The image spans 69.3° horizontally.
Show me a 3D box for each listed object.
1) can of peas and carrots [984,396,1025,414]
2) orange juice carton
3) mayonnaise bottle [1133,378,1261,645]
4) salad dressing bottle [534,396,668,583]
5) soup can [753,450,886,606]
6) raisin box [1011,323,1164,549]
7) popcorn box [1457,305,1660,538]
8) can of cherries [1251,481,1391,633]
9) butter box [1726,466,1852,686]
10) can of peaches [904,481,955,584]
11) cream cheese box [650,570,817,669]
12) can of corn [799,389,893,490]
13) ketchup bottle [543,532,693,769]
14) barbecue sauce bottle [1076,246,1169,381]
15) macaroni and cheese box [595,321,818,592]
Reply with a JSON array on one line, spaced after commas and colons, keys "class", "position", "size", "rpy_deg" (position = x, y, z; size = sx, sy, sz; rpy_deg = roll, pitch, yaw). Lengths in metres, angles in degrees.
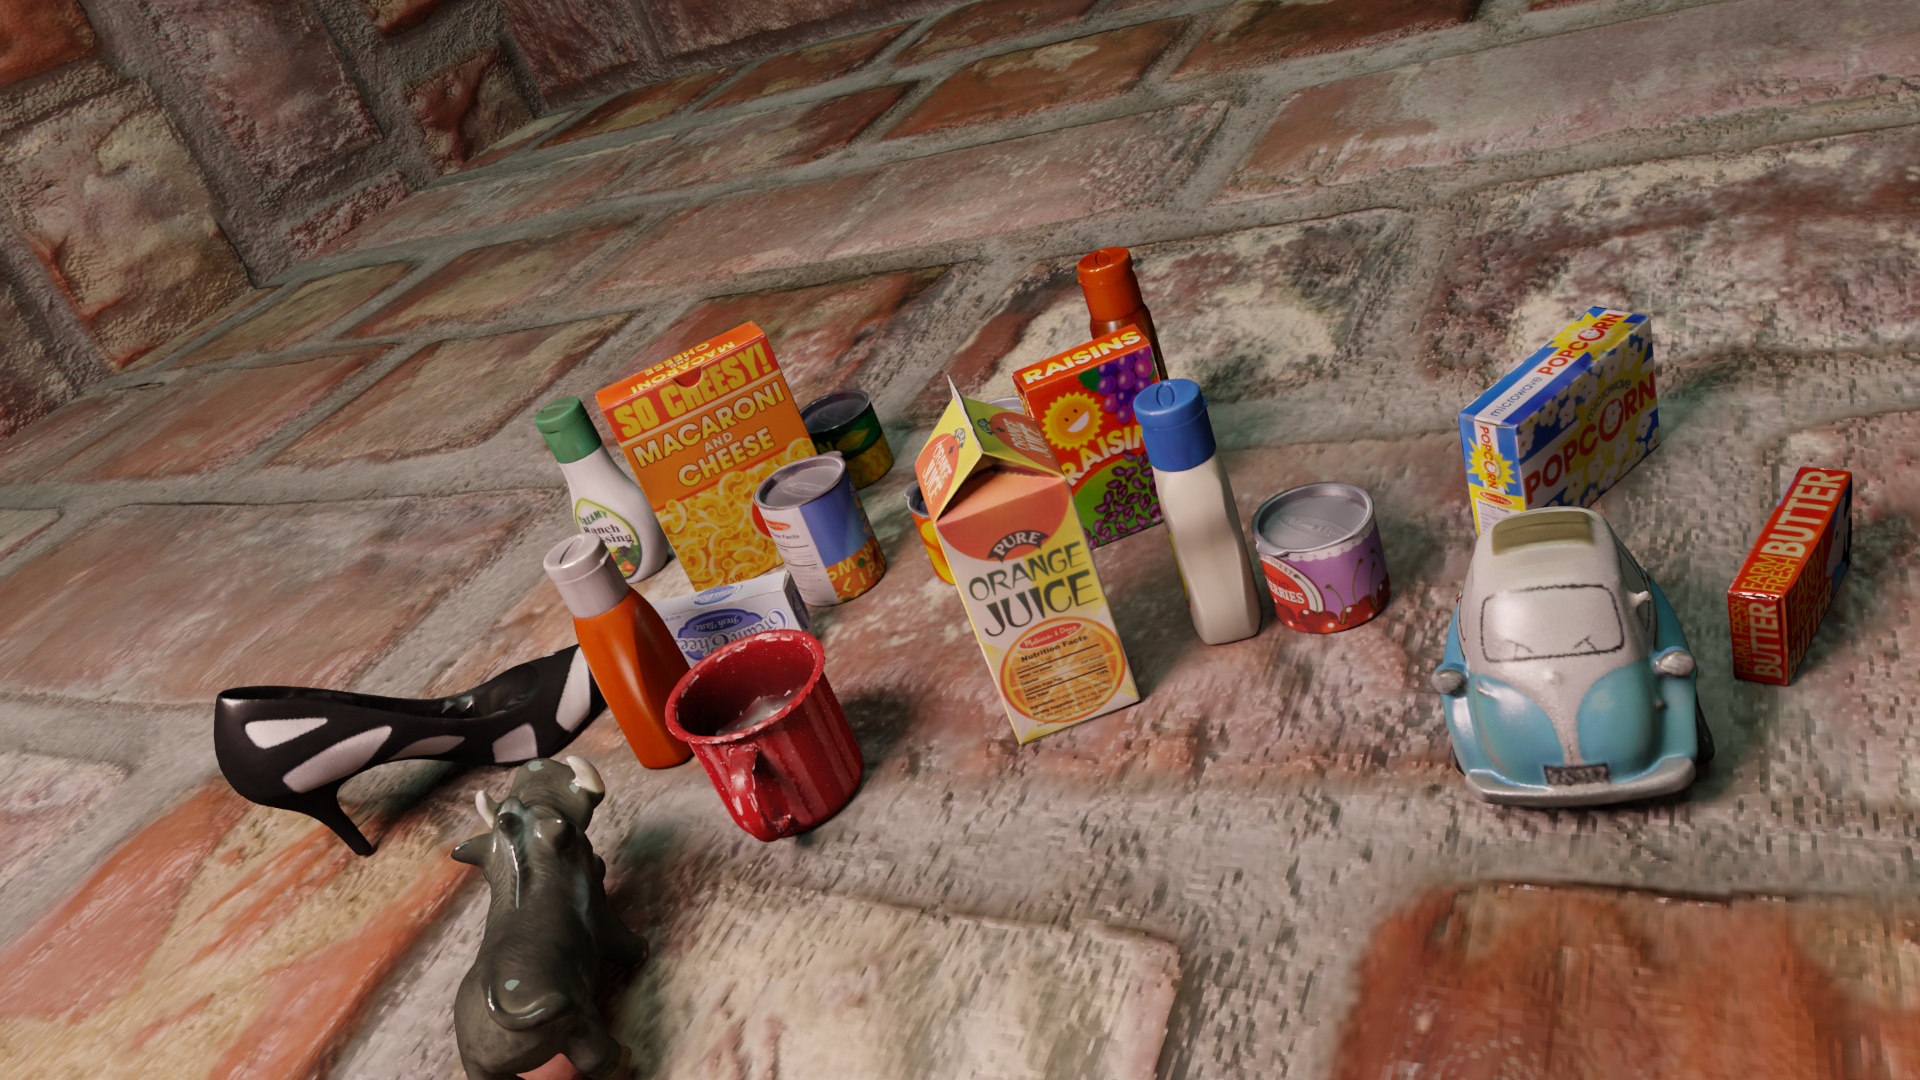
[{"class": "can of peas and carrots", "position": [0.032, -0.060, 0.984], "size": [0.071, 0.058, 0.071], "rpy_deg": [-16, 30, 10]}, {"class": "orange juice carton", "position": [0.030, 0.007, 0.740], "size": [0.073, 0.191, 0.072], "rpy_deg": [-21, 29, 2]}, {"class": "mayonnaise bottle", "position": [0.130, -0.017, 0.761], "size": [0.041, 0.147, 0.065], "rpy_deg": [-15, 30, 12]}, {"class": "salad dressing bottle", "position": [-0.272, -0.037, 1.051], "size": [0.064, 0.147, 0.044], "rpy_deg": [-4, 34, 28]}, {"class": "soup can", "position": [-0.093, -0.008, 0.953], "size": [0.071, 0.083, 0.072], "rpy_deg": [-16, 30, 10]}, {"class": "raisin box", "position": [0.093, -0.064, 0.887], "size": [0.086, 0.123, 0.040], "rpy_deg": [-21, 29, 0]}, {"class": "popcorn box", "position": [0.333, -0.062, 0.769], "size": [0.127, 0.085, 0.038], "rpy_deg": [-35, 32, -23]}, {"class": "can of cherries", "position": [0.197, 0.010, 0.764], "size": [0.071, 0.058, 0.072], "rpy_deg": [-16, 30, 10]}, {"class": "butter box", "position": [0.385, 0.015, 0.642], "size": [0.024, 0.053, 0.104], "rpy_deg": [12, 43, 44]}, {"class": "can of peaches", "position": [0.003, -0.012, 0.924], "size": [0.071, 0.057, 0.071], "rpy_deg": [-16, 30, 10]}, {"class": "cream cheese box", "position": [-0.151, 0.057, 0.914], "size": [0.104, 0.053, 0.024], "rpy_deg": [-13, 30, 14]}, {"class": "can of corn", "position": [-0.094, -0.076, 1.091], "size": [0.071, 0.058, 0.071], "rpy_deg": [-16, 30, 10]}, {"class": "ketchup bottle", "position": [-0.200, 0.064, 0.837], "size": [0.043, 0.148, 0.065], "rpy_deg": [-12, 31, 17]}, {"class": "barbecue sauce bottle", "position": [0.116, -0.126, 0.948], "size": [0.043, 0.148, 0.065], "rpy_deg": [-16, 30, 9]}, {"class": "macaroni and cheese box", "position": [-0.166, -0.055, 0.993], "size": [0.124, 0.165, 0.040], "rpy_deg": [-28, 30, -11]}]
